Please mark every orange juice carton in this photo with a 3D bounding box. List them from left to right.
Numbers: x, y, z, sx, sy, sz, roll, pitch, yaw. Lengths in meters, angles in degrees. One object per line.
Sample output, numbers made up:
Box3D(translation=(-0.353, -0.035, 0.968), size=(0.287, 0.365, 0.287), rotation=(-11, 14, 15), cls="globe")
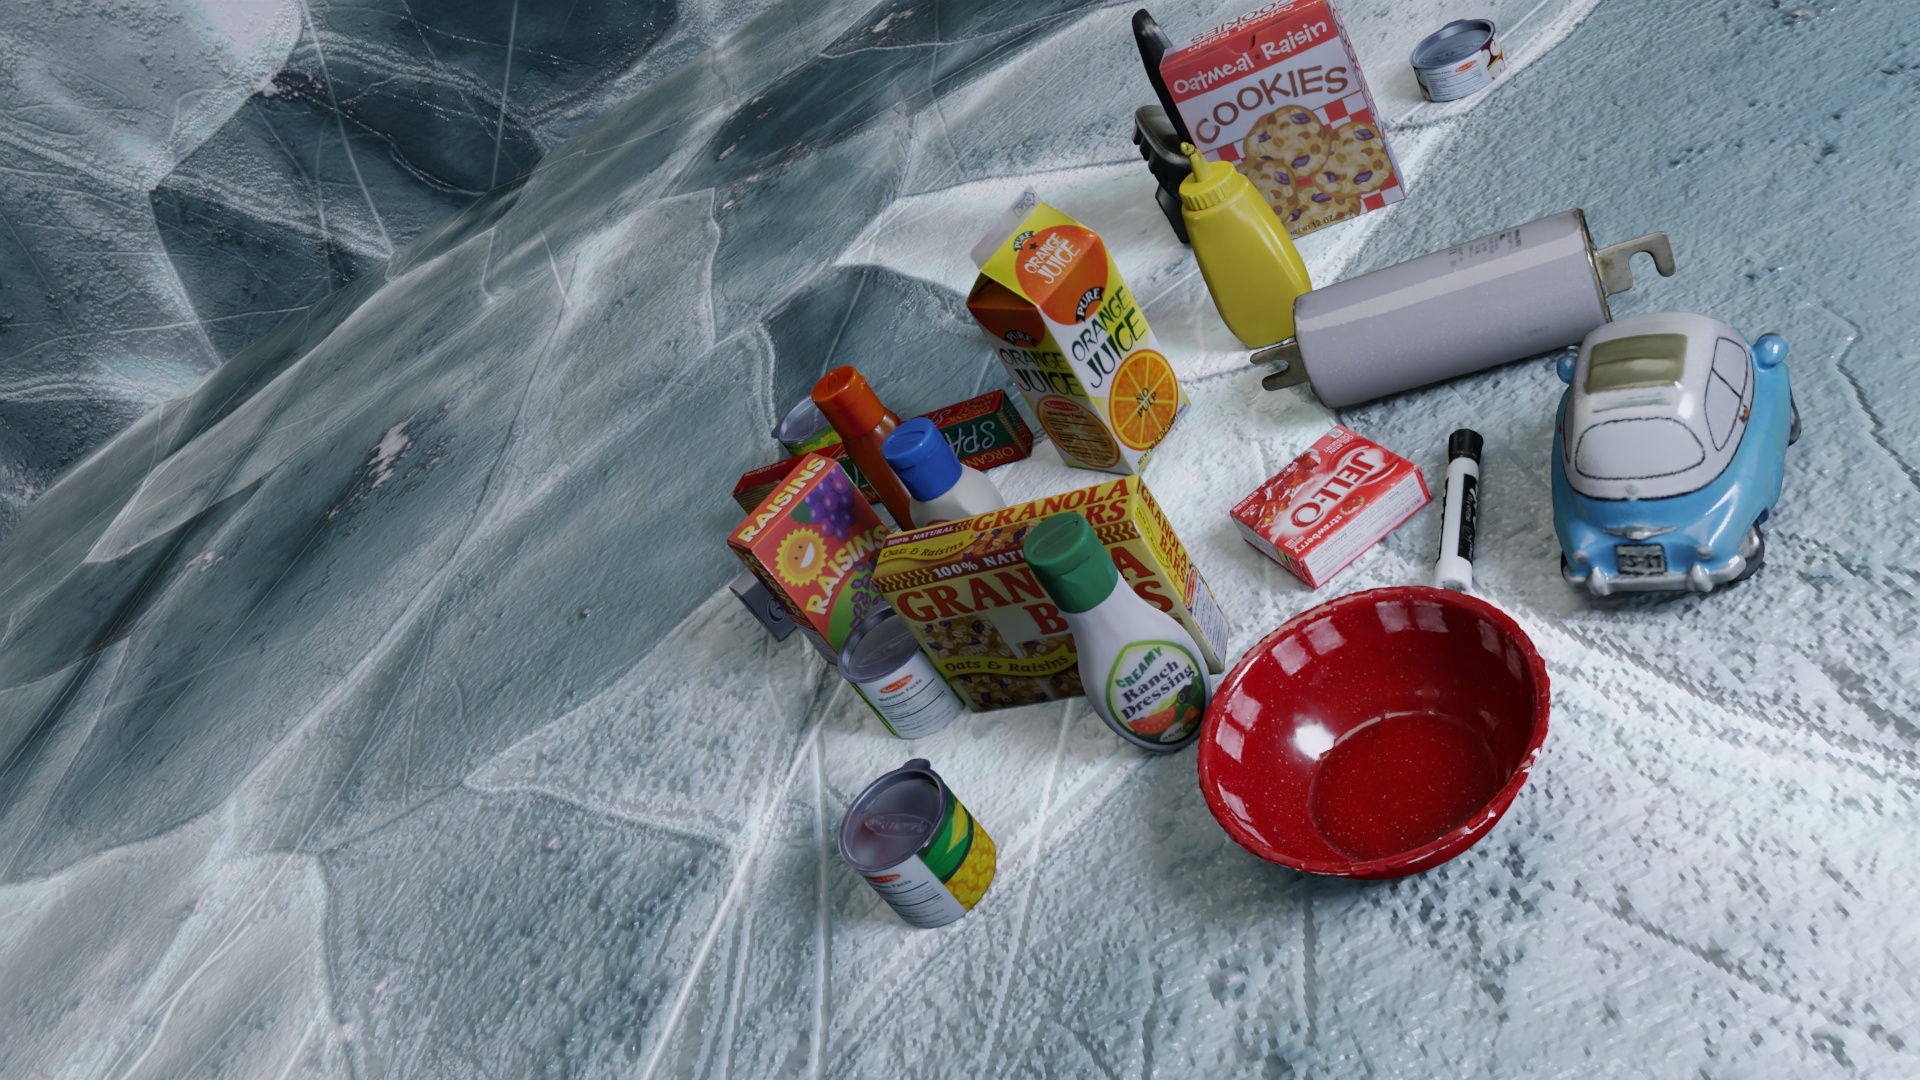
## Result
Box3D(translation=(0.071, -0.137, 0.923), size=(0.073, 0.192, 0.072), rotation=(12, 55, 49), cls="orange juice carton")

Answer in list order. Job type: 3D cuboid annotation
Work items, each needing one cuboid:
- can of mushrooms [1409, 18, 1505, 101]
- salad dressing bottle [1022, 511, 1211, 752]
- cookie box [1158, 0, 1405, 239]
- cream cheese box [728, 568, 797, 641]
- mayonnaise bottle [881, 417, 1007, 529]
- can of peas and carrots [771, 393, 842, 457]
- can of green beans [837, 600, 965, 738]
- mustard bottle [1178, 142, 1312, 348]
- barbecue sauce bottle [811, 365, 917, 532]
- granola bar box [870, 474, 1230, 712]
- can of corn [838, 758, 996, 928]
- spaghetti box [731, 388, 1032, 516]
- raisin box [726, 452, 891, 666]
Box3D(translation=(0.391, -0.378, 1.090), size=(0.071, 0.033, 0.071), rotation=(-24, 34, 17), cls="can of mushrooms")
Box3D(translation=(0.081, 0.048, 0.719), size=(0.064, 0.147, 0.044), rotation=(-35, 32, 1), cls="salad dressing bottle")
Box3D(translation=(0.235, -0.302, 1.009), size=(0.123, 0.167, 0.040), rotation=(-17, 37, 27), cls="cookie box")
Box3D(translation=(-0.113, 0.020, 1.017), size=(0.104, 0.053, 0.024), rotation=(-43, 33, -12), cls="cream cheese box")
Box3D(translation=(0.003, -0.011, 0.864), size=(0.064, 0.147, 0.041), rotation=(-6, 43, 37), cls="mayonnaise bottle")
Box3D(translation=(-0.109, -0.081, 1.137), size=(0.071, 0.058, 0.071), rotation=(-24, 34, 18), cls="can of peas and carrots")
Box3D(translation=(-0.033, 0.080, 0.863), size=(0.071, 0.057, 0.071), rotation=(-24, 34, 18), cls="can of green beans")
Box3D(translation=(0.186, -0.205, 0.936), size=(0.065, 0.159, 0.049), rotation=(-19, 36, 24), cls="mustard bottle")
Box3D(translation=(-0.049, -0.055, 0.967), size=(0.043, 0.148, 0.065), rotation=(-27, 34, 13), cls="barbecue sauce bottle")
Box3D(translation=(0.051, 0.034, 0.785), size=(0.165, 0.124, 0.039), rotation=(-13, 39, 30), cls="granola bar box")
Box3D(translation=(-0.021, 0.163, 0.747), size=(0.071, 0.058, 0.071), rotation=(-24, 34, 18), cls="can of corn")
Box3D(translation=(-0.063, -0.057, 1.073), size=(0.249, 0.050, 0.029), rotation=(-16, 38, 28), cls="spaghetti box")
Box3D(translation=(-0.087, 0.015, 0.934), size=(0.086, 0.123, 0.040), rotation=(-48, 34, -18), cls="raisin box")
